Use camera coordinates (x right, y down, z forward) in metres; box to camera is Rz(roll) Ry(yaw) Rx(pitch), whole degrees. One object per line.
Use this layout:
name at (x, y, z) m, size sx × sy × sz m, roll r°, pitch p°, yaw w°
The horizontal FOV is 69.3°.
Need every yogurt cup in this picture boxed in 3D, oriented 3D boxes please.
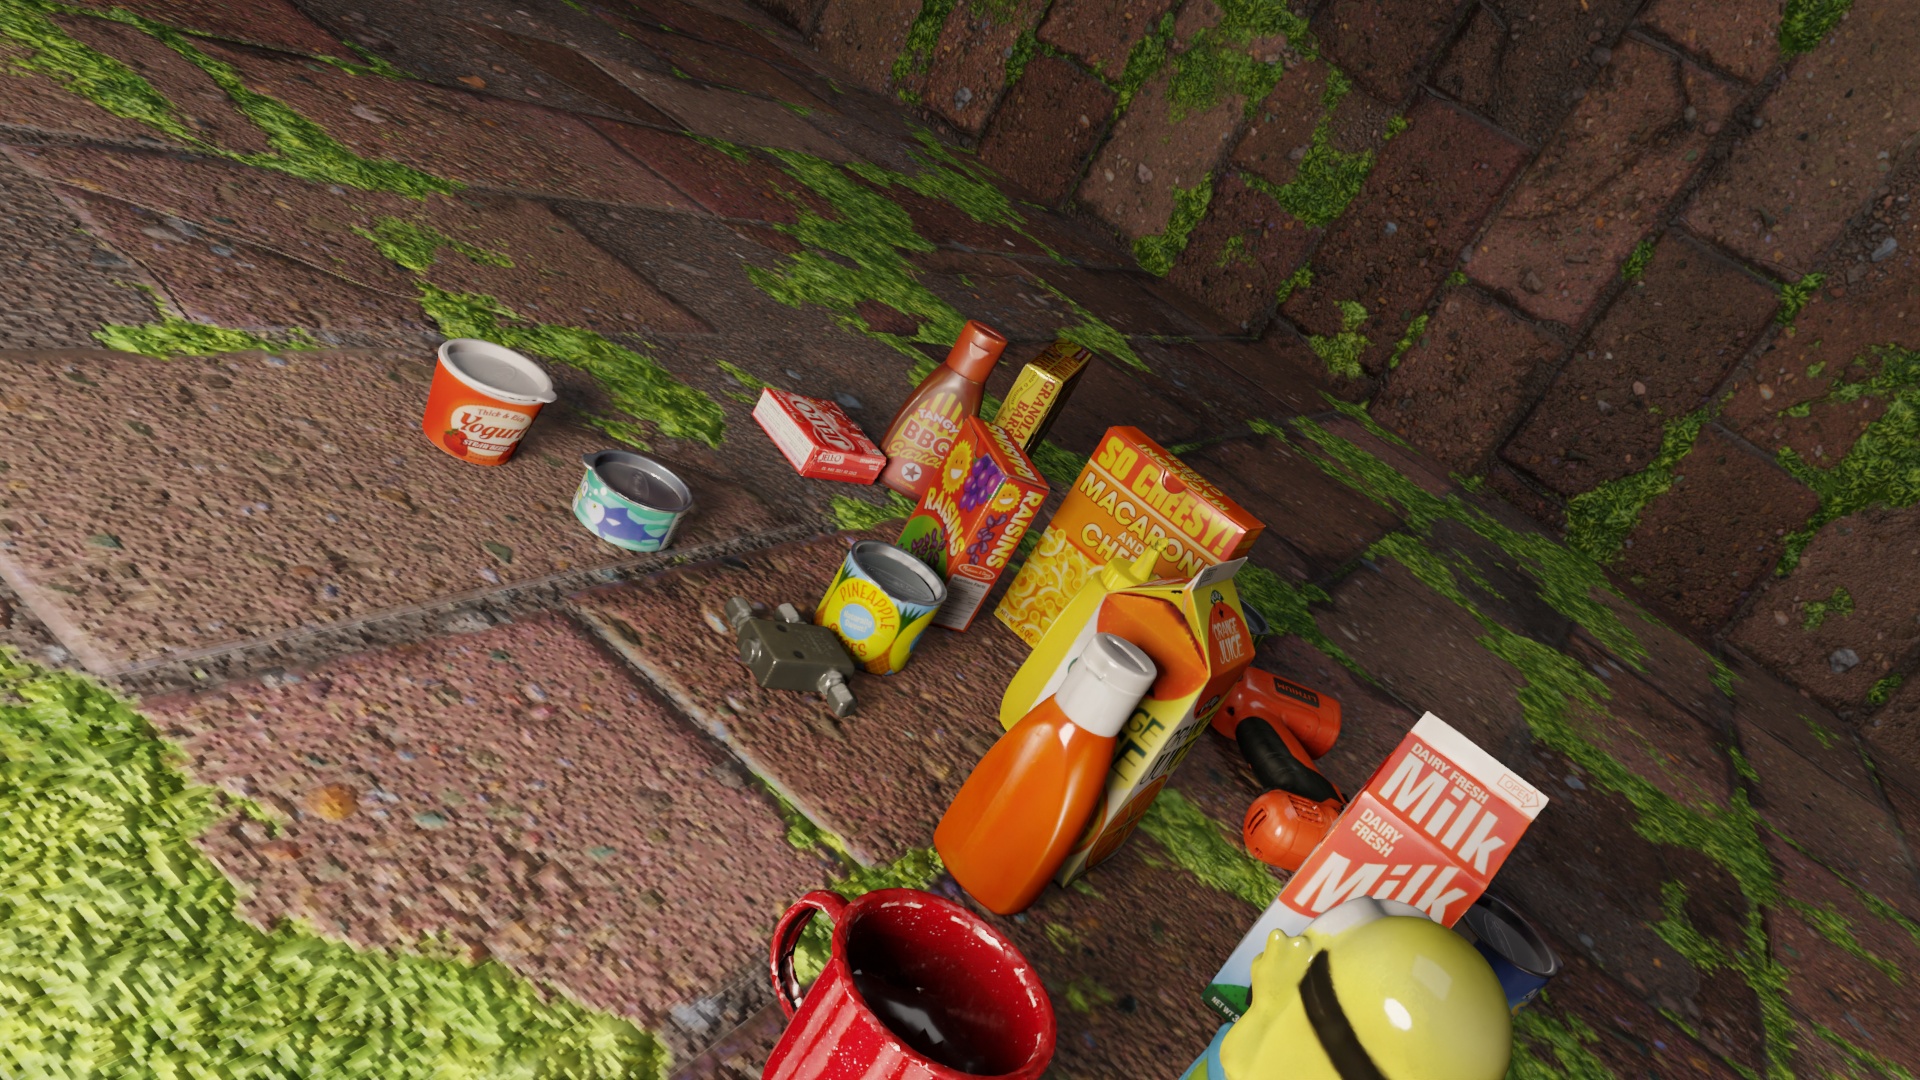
yogurt cup at (-0.286, -0.081, 0.831) m, size 0.072 × 0.053 × 0.073 m, roll 26°, pitch 21°, yaw -11°

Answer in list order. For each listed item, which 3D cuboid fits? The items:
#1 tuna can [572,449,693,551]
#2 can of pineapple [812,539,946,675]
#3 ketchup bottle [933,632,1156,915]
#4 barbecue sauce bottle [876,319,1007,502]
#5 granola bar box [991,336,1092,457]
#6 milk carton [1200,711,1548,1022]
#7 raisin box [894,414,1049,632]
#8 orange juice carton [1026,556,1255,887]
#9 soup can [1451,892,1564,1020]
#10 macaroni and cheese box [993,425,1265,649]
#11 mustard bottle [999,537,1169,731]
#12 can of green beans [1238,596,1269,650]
tuna can at (-0.202, -0.025, 0.844) m, size 0.071 × 0.032 × 0.071 m, roll 26°, pitch 21°, yaw -11°
can of pineapple at (-0.051, 0.042, 0.858) m, size 0.071 × 0.057 × 0.071 m, roll 26°, pitch 21°, yaw -11°
ketchup bottle at (0.044, 0.114, 0.695) m, size 0.043 × 0.148 × 0.065 m, roll 3°, pitch 34°, yaw -51°
barbecue sauce bottle at (-0.013, -0.104, 1.108) m, size 0.065 × 0.148 × 0.044 m, roll 28°, pitch 21°, yaw -5°
granola bar box at (0.062, -0.113, 1.261) m, size 0.039 × 0.123 × 0.166 m, roll 32°, pitch 21°, yaw 4°
milk carton at (0.212, 0.180, 0.711) m, size 0.072 × 0.189 × 0.073 m, roll 38°, pitch 22°, yaw 18°
raisin box at (0.003, -0.012, 0.959) m, size 0.040 × 0.123 × 0.086 m, roll 18°, pitch 24°, yaw -29°
orange juice carton at (0.093, 0.088, 0.757) m, size 0.073 × 0.192 × 0.072 m, roll 40°, pitch 22°, yaw 22°
soup can at (0.290, 0.254, 0.795) m, size 0.071 × 0.083 × 0.071 m, roll 26°, pitch 21°, yaw -11°
macaroni and cheese box at (0.114, 0.022, 0.968) m, size 0.124 × 0.165 × 0.040 m, roll 40°, pitch 23°, yaw 24°
mustard bottle at (0.084, 0.060, 0.852) m, size 0.065 × 0.159 × 0.049 m, roll 6°, pitch 31°, yaw -47°
can of green beans at (0.204, 0.077, 1.115) m, size 0.071 × 0.057 × 0.071 m, roll 26°, pitch 21°, yaw -11°
